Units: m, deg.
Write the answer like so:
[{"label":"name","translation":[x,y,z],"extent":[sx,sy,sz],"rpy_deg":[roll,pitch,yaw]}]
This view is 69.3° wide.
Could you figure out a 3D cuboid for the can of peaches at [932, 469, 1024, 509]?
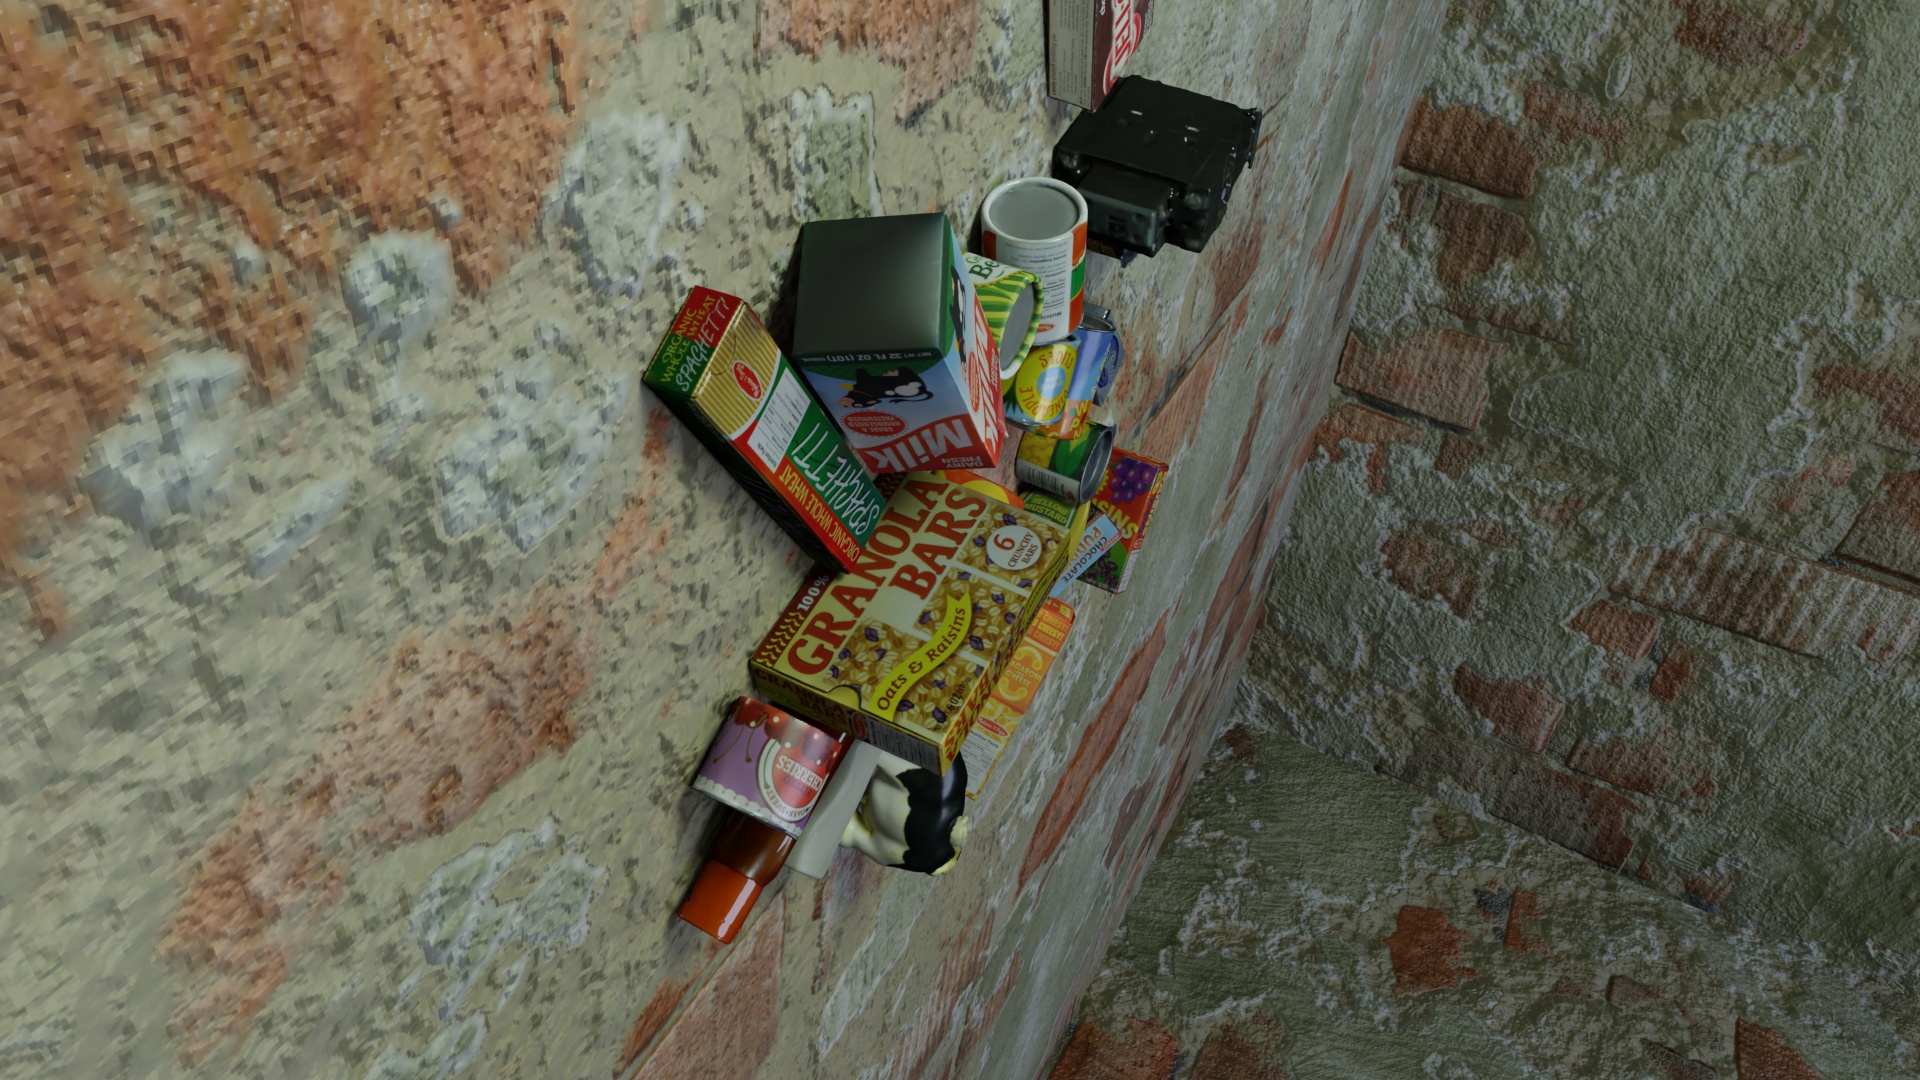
[{"label":"can of peaches","translation":[0.003,-0.012,0.931],"extent":[0.058,0.071,0.071],"rpy_deg":[-66,162,-9]}]

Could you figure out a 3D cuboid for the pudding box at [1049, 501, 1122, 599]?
[{"label":"pudding box","translation":[0.093,0.006,1.192],"extent":[0.083,0.050,0.030],"rpy_deg":[-42,116,1]}]

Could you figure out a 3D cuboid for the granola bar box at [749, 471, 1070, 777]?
[{"label":"granola bar box","translation":[-0.026,0.040,0.813],"extent":[0.166,0.124,0.038],"rpy_deg":[-57,159,-32]}]

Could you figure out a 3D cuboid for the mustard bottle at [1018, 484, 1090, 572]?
[{"label":"mustard bottle","translation":[0.075,-0.022,1.148],"extent":[0.161,0.065,0.048],"rpy_deg":[-56,164,-56]}]

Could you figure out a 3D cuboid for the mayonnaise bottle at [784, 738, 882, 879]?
[{"label":"mayonnaise bottle","translation":[-0.080,0.148,0.922],"extent":[0.148,0.041,0.064],"rpy_deg":[-65,163,-15]}]

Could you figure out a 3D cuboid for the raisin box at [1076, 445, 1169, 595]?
[{"label":"raisin box","translation":[0.124,-0.024,1.241],"extent":[0.040,0.086,0.123],"rpy_deg":[-5,115,-68]}]

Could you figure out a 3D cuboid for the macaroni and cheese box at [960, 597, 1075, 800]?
[{"label":"macaroni and cheese box","translation":[0.042,0.128,1.178],"extent":[0.166,0.040,0.124],"rpy_deg":[-61,176,5]}]

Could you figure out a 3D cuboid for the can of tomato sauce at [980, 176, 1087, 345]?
[{"label":"can of tomato sauce","translation":[0.045,-0.176,0.871],"extent":[0.071,0.071,0.082],"rpy_deg":[-56,158,-33]}]

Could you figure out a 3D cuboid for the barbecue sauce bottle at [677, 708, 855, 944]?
[{"label":"barbecue sauce bottle","translation":[-0.114,0.165,0.827],"extent":[0.149,0.043,0.064],"rpy_deg":[-61,-174,-19]}]

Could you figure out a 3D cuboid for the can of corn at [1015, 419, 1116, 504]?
[{"label":"can of corn","translation":[0.085,-0.072,1.117],"extent":[0.071,0.058,0.070],"rpy_deg":[-55,158,-35]}]

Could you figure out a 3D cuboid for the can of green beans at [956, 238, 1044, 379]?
[{"label":"can of green beans","translation":[0.011,-0.135,0.826],"extent":[0.071,0.058,0.071],"rpy_deg":[-56,158,-35]}]

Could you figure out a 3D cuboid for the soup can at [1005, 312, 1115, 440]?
[{"label":"soup can","translation":[0.070,-0.122,0.997],"extent":[0.071,0.071,0.083],"rpy_deg":[-29,138,-63]}]

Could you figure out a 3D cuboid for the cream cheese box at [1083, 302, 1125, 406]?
[{"label":"cream cheese box","translation":[0.112,-0.154,1.157],"extent":[0.053,0.024,0.103],"rpy_deg":[-66,162,-7]}]

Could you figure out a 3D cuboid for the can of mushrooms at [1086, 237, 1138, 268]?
[{"label":"can of mushrooms","translation":[0.123,-0.247,1.067],"extent":[0.071,0.033,0.070],"rpy_deg":[-56,159,-35]}]

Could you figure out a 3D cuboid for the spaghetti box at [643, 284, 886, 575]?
[{"label":"spaghetti box","translation":[-0.088,-0.044,0.693],"extent":[0.050,0.029,0.249],"rpy_deg":[-64,162,-13]}]

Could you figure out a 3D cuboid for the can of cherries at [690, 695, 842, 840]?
[{"label":"can of cherries","translation":[-0.105,0.126,0.770],"extent":[0.058,0.071,0.071],"rpy_deg":[-64,162,-15]}]

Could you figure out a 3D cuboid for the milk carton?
[{"label":"milk carton","translation":[-0.024,-0.088,0.724],"extent":[0.190,0.072,0.073],"rpy_deg":[61,29,-68]}]

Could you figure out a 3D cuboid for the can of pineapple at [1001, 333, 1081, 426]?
[{"label":"can of pineapple","translation":[0.044,-0.114,0.929],"extent":[0.071,0.071,0.057],"rpy_deg":[-30,138,-63]}]
